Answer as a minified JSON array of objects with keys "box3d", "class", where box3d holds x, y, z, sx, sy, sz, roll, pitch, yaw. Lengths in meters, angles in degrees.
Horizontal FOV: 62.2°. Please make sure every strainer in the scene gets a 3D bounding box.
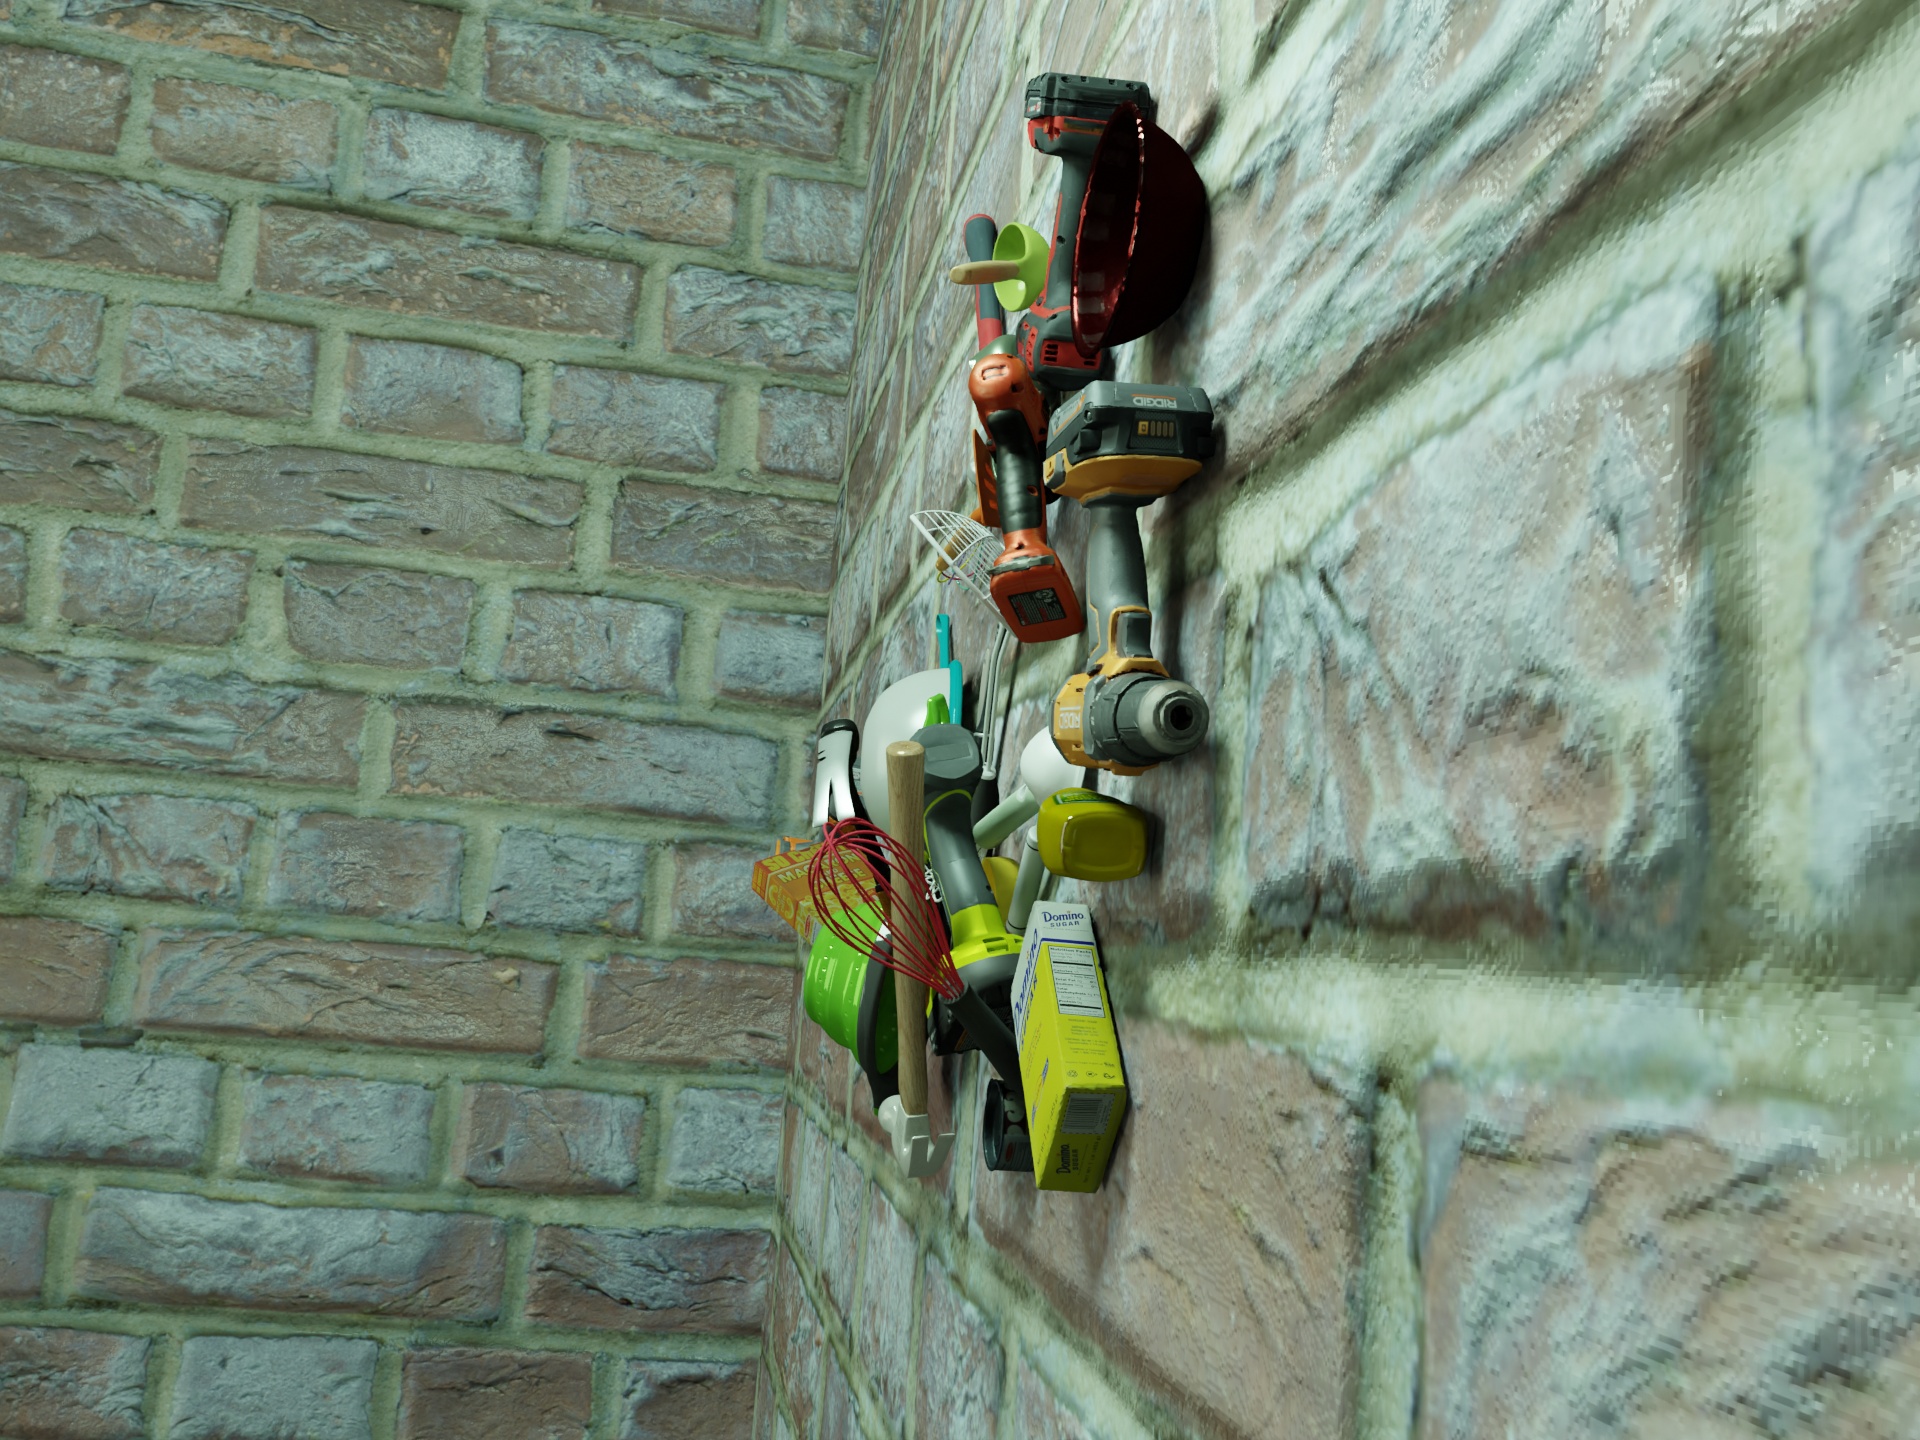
[{"box3d":[0.058,0.083,1.186,0.087,0.050,0.258,-92,10,-48],"class":"strainer"},{"box3d":[-0.054,-0.003,1.659,0.341,0.095,0.210,-91,6,-48],"class":"strainer"}]

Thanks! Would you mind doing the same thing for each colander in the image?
[{"box3d":[-0.076,0.163,1.485,0.204,0.094,0.397,-28,-53,-68],"class":"colander"}]

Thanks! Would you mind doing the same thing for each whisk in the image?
[{"box3d":[0.022,-0.197,1.546,0.245,0.047,0.051,122,138,-60],"class":"whisk"},{"box3d":[-0.014,0.171,1.074,0.295,0.073,0.073,54,-164,-33],"class":"whisk"},{"box3d":[0.019,0.098,1.319,0.246,0.059,0.058,-45,23,58],"class":"whisk"}]

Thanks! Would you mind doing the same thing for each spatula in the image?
[{"box3d":[0.003,-0.175,1.423,0.322,0.041,0.081,144,121,-77],"class":"spatula"}]

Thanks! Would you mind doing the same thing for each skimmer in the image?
[{"box3d":[-0.002,-0.004,1.329,0.127,0.090,0.363,-127,34,-50],"class":"skimmer"}]

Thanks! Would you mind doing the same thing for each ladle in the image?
[{"box3d":[0.024,-0.372,1.316,0.320,0.062,0.078,-50,-37,-68],"class":"ladle"}]

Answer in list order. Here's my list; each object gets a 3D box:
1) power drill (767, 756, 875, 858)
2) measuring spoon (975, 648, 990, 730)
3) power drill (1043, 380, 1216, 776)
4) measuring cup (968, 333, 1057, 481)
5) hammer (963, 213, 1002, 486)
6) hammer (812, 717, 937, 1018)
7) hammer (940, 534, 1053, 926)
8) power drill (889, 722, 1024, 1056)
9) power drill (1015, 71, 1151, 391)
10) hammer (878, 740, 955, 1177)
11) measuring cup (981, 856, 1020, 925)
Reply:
[{"box3d":[-0.119,0.139,1.878,0.226,0.164,0.084,127,150,-47],"class":"power drill"},{"box3d":[0.013,-0.010,1.542,0.034,0.018,0.124,-117,34,-72],"class":"measuring spoon"},{"box3d":[0.101,-0.080,0.934,0.185,0.084,0.226,179,92,-79],"class":"power drill"},{"box3d":[0.047,-0.259,1.324,0.038,0.083,0.168,-35,35,36],"class":"measuring cup"},{"box3d":[0.033,-0.414,1.621,0.143,0.038,0.387,109,164,-47],"class":"hammer"},{"box3d":[-0.053,0.164,1.346,0.127,0.034,0.336,-92,-15,-56],"class":"hammer"},{"box3d":[0.026,-0.001,1.428,0.149,0.036,0.408,-114,31,-68],"class":"hammer"},{"box3d":[-0.004,0.137,1.237,0.171,0.080,0.223,110,149,-58],"class":"power drill"},{"box3d":[0.081,-0.374,1.231,0.188,0.080,0.226,-105,20,-71],"class":"power drill"},{"box3d":[-0.037,0.180,1.167,0.130,0.031,0.331,-140,48,-71],"class":"hammer"},{"box3d":[0.037,0.185,1.305,0.062,0.029,0.156,-127,33,-69],"class":"measuring cup"}]
